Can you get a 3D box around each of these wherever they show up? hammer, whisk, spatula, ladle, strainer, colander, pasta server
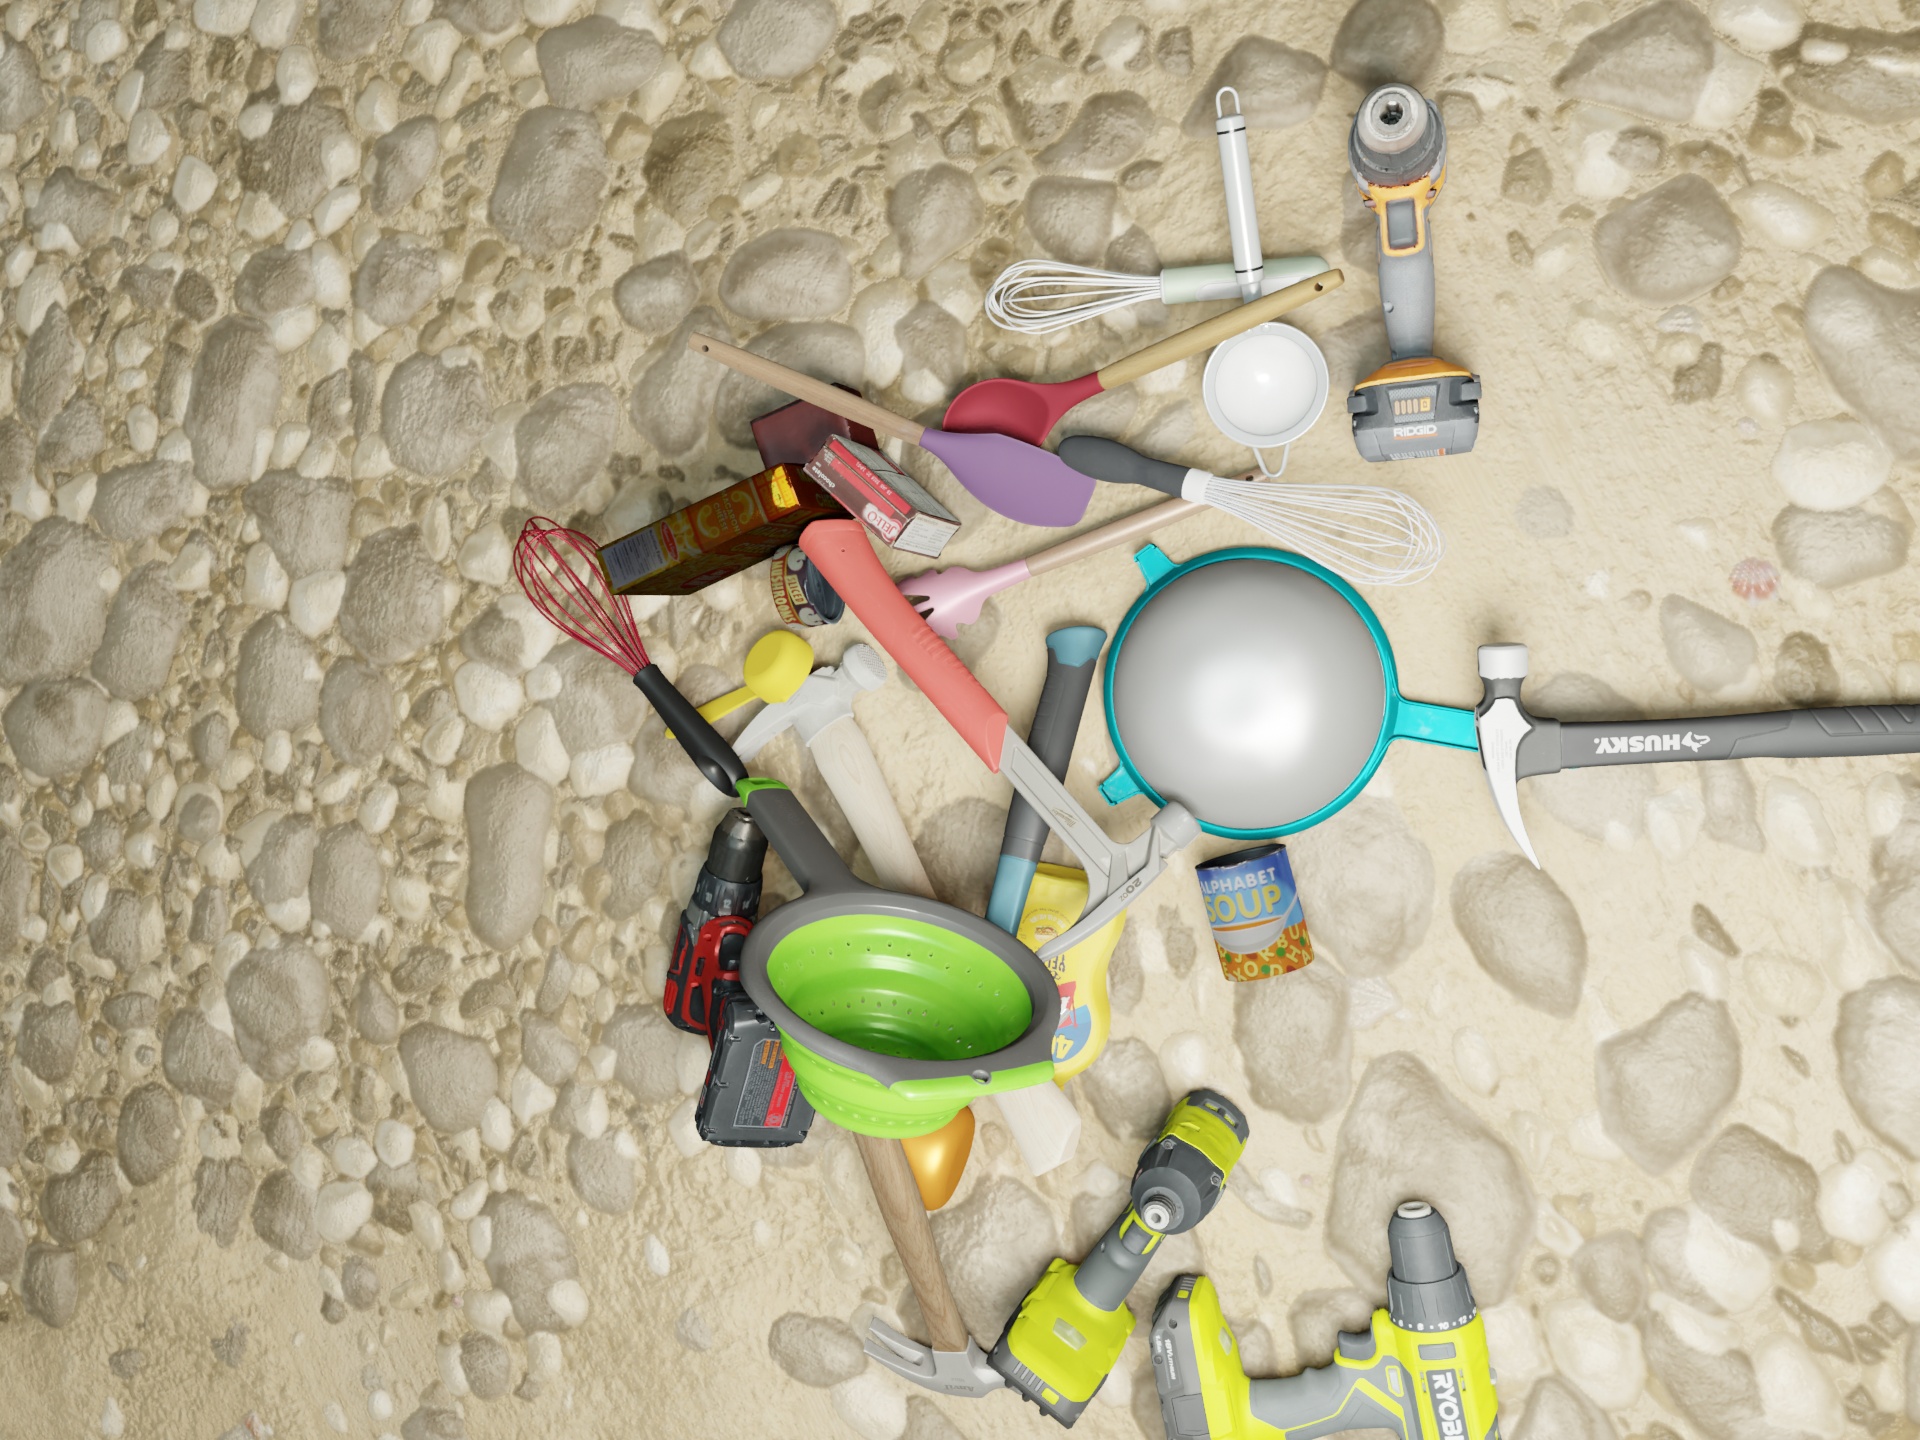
[{"bbox_3d":[0.044,0.086,1.137,0.128,0.033,0.331,13,77,12],"label":"hammer"},{"bbox_3d":[0.193,-0.152,1.096,0.285,0.070,0.070,20,100,24],"label":"whisk"},{"bbox_3d":[-0.053,-0.217,1.170,0.316,0.018,0.059,23,118,-2],"label":"spatula"},{"bbox_3d":[0.503,0.015,1.009,0.335,0.035,0.146,-3,97,10],"label":"hammer"},{"bbox_3d":[-0.037,0.149,1.185,0.146,0.038,0.411,-36,70,19],"label":"hammer"},{"bbox_3d":[-0.002,-0.004,1.130,0.149,0.036,0.359,-40,74,-5],"label":"hammer"},{"bbox_3d":[0.121,-0.249,1.113,0.315,0.031,0.069,-17,113,34],"label":"ladle"},{"bbox_3d":[-0.037,0.379,1.168,0.130,0.031,0.331,-7,118,18],"label":"hammer"},{"bbox_3d":[0.252,-0.005,1.085,0.340,0.095,0.211,10,97,19],"label":"strainer"},{"bbox_3d":[0.200,-0.296,1.083,0.087,0.050,0.258,-5,112,17],"label":"strainer"},{"bbox_3d":[-0.080,0.163,1.080,0.398,0.204,0.094,45,129,52],"label":"colander"},{"bbox_3d":[0.077,-0.123,1.176,0.316,0.040,0.060,-20,87,15],"label":"pasta server"},{"bbox_3d":[0.137,-0.308,1.133,0.246,0.057,0.059,-1,63,15],"label":"whisk"},{"bbox_3d":[-0.262,-0.051,1.264,0.073,0.073,0.296,-45,76,16],"label":"whisk"}]

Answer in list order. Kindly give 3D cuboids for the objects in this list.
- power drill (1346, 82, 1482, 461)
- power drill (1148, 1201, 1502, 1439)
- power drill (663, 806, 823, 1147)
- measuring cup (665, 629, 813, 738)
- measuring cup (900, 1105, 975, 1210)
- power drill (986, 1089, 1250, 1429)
[{"bbox_3d":[0.284,-0.283,1.012,0.084,0.185,0.226,-3,95,17],"label":"power drill"},{"bbox_3d":[0.256,0.445,1.123,0.228,0.080,0.190,-11,90,17],"label":"power drill"},{"bbox_3d":[-0.162,0.187,1.185,0.080,0.227,0.188,8,109,-24],"label":"power drill"},{"bbox_3d":[-0.184,-0.025,1.257,0.156,0.029,0.062,-26,44,26],"label":"measuring cup"},{"bbox_3d":[-0.019,0.292,1.179,0.052,0.095,0.173,18,129,14],"label":"measuring cup"},{"bbox_3d":[0.114,0.377,1.119,0.080,0.171,0.223,34,107,14],"label":"power drill"}]
